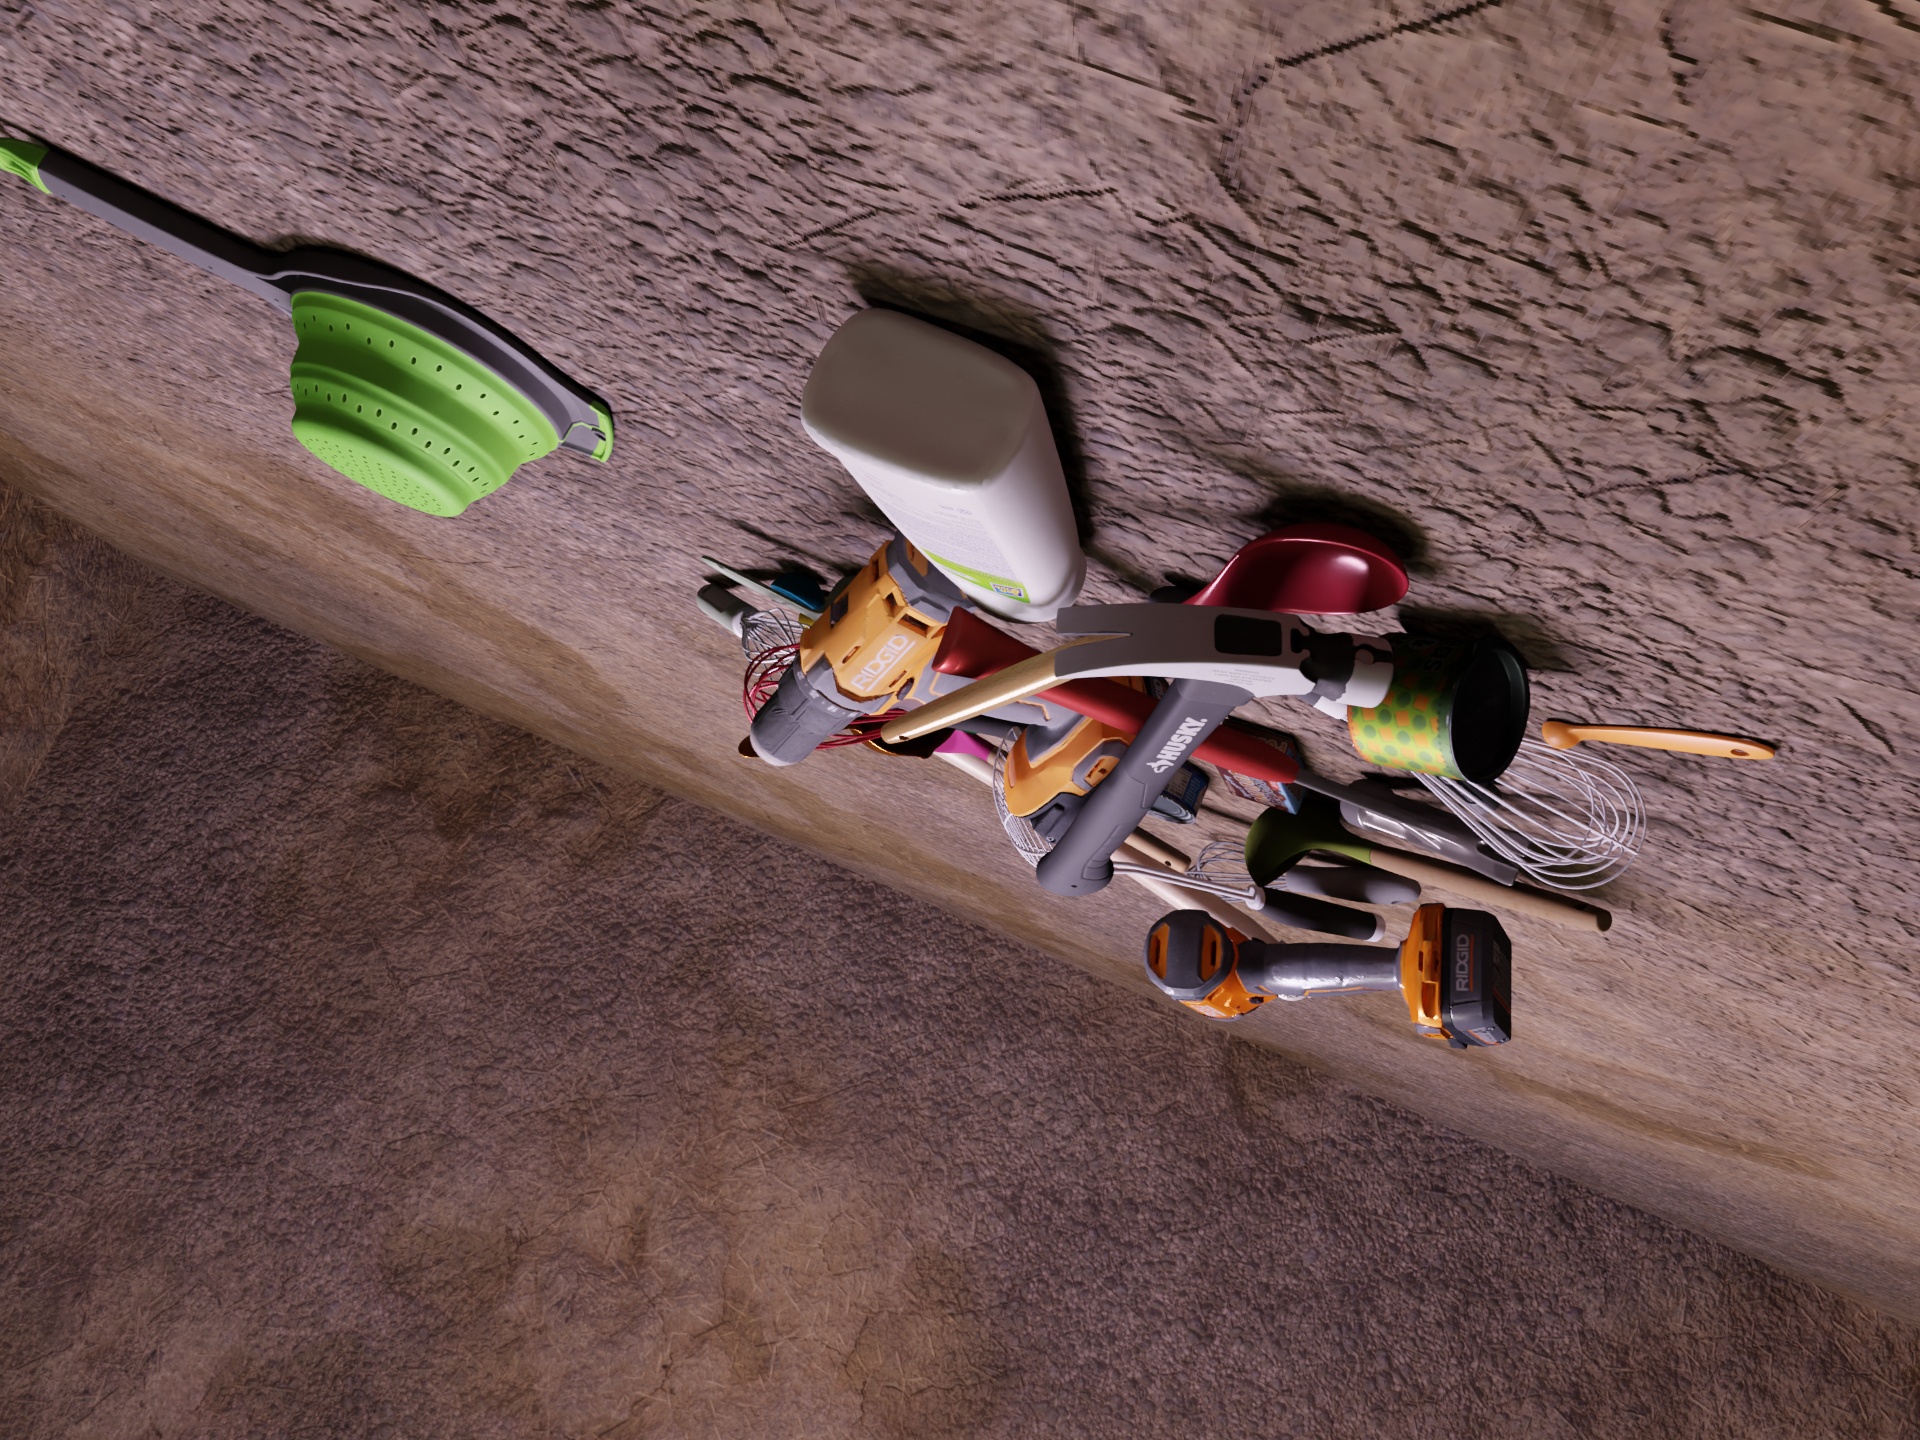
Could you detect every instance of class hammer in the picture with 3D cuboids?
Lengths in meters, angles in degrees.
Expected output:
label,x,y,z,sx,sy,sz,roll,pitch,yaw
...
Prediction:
label,x,y,z,sx,sy,sz,roll,pitch,yaw
hammer,0.089,0.029,0.836,0.146,0.035,0.334,8,155,-8
hammer,0.124,0.103,1.322,0.411,0.038,0.146,33,-175,20
hammer,0.148,0.015,0.901,0.358,0.037,0.149,20,-178,-24

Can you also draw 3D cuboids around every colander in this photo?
label,x,y,z,sx,sy,sz,roll,pitch,yaw
colander,-0.412,-0.225,0.966,0.397,0.094,0.204,26,168,-8

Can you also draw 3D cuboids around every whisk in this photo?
label,x,y,z,sx,sy,sz,roll,pitch,yaw
whisk,-0.029,-0.009,1.102,0.295,0.073,0.073,7,-176,-44
whisk,0.278,0.131,1.311,0.055,0.055,0.239,32,161,-33
whisk,0.225,0.001,0.829,0.284,0.070,0.070,29,168,3
whisk,-0.156,-0.072,1.181,0.246,0.058,0.059,31,147,62

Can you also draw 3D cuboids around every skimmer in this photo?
label,x,y,z,sx,sy,sz,roll,pitch,yaw
skimmer,0.181,0.095,1.171,0.363,0.090,0.127,16,-155,-23

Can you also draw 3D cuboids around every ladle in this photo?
label,x,y,z,sx,sy,sz,roll,pitch,yaw
ladle,0.289,0.101,1.016,0.062,0.078,0.320,62,161,-19
ladle,0.072,-0.035,0.772,0.315,0.031,0.069,-21,140,40

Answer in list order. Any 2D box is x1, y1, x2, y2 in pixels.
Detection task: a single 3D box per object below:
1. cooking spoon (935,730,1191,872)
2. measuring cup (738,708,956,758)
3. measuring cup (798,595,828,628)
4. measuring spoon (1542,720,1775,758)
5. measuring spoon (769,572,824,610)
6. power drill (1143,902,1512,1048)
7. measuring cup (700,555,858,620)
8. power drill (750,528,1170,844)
label,x,y,z,sx,sy,sz,roll,pitch,yaw
cooking spoon,0.047,0.039,1.282,0.319,0.017,0.068,30,140,22
measuring cup,-0.084,-0.004,1.176,0.173,0.095,0.052,-18,-178,-15
measuring cup,-0.092,-0.059,1.228,0.062,0.029,0.156,23,169,6
measuring spoon,0.330,0.012,0.761,0.021,0.011,0.117,32,166,-34
measuring spoon,-0.135,-0.102,1.173,0.042,0.021,0.129,36,173,-32
power drill,0.257,0.176,1.096,0.226,0.084,0.164,-2,162,25
measuring cup,-0.096,-0.090,1.091,0.167,0.038,0.083,25,168,4
power drill,-0.002,-0.003,0.975,0.226,0.084,0.185,27,128,-27
